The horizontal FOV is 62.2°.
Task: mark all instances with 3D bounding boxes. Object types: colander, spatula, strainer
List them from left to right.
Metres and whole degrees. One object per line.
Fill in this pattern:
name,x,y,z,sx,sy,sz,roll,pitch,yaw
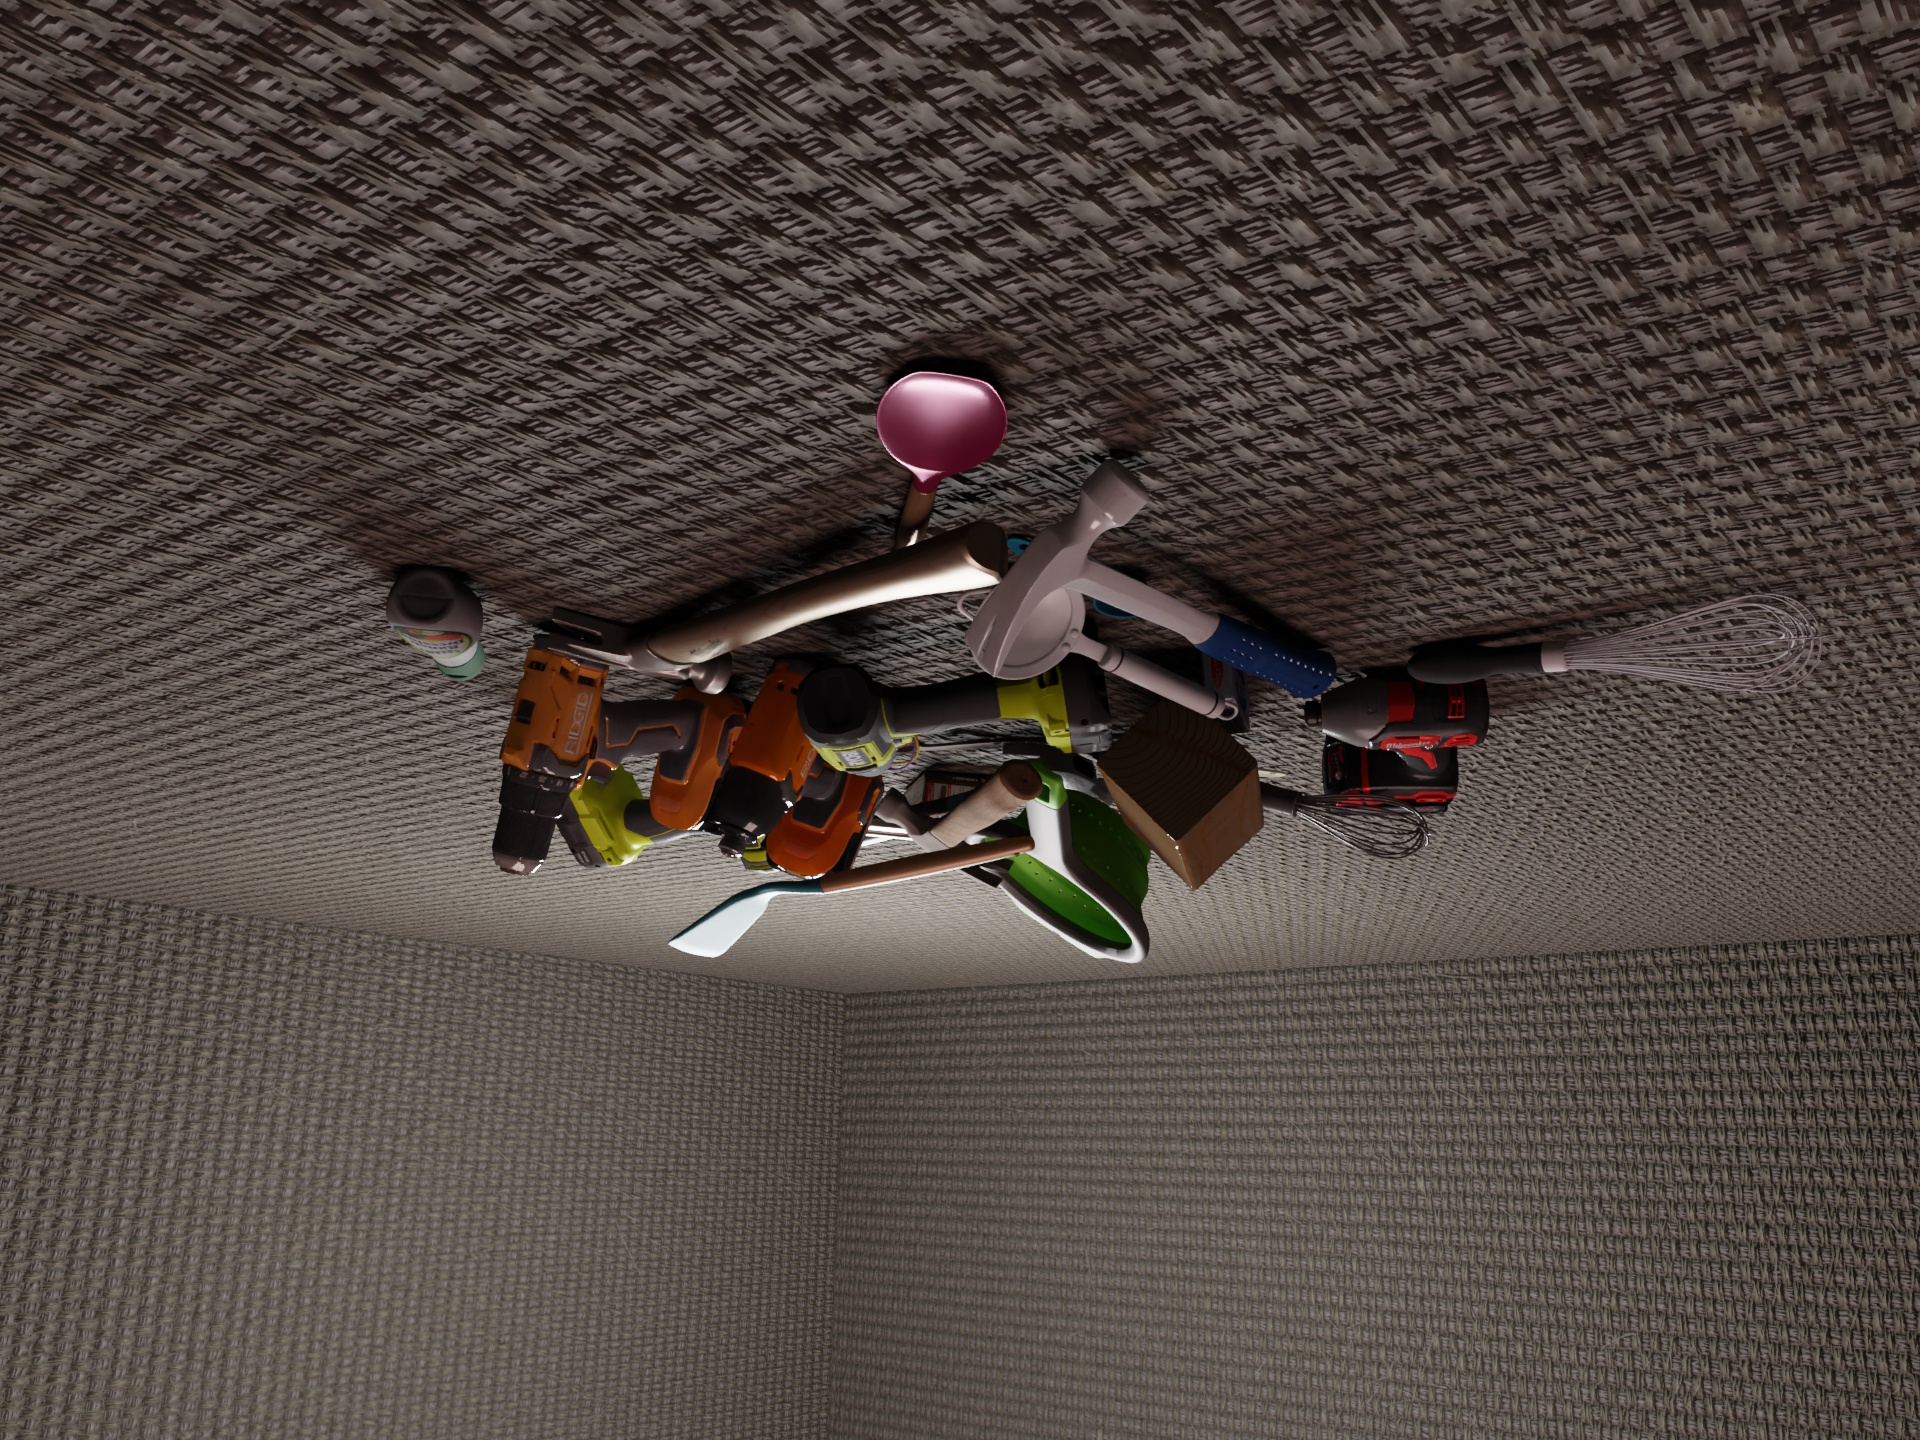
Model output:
spatula,-0.087,0.142,1.310,0.317,0.044,0.082,-14,159,18
colander,0.104,0.097,1.424,0.205,0.094,0.396,31,162,18
strainer,0.098,-0.047,1.122,0.258,0.087,0.050,23,-160,-28

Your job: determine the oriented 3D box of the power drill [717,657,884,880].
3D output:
power drill,-0.140,0.064,1.338,0.084,0.164,0.226,17,161,16

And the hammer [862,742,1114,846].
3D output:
hammer,-0.018,0.092,1.610,0.331,0.033,0.128,-18,146,26

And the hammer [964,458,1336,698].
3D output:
hammer,0.153,-0.061,1.065,0.144,0.035,0.405,-46,149,19

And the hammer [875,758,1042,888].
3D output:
hammer,0.012,0.080,1.338,0.130,0.031,0.331,37,163,-3

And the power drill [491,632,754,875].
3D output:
power drill,-0.272,0.041,1.280,0.084,0.185,0.226,12,177,37

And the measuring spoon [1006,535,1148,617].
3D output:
measuring spoon,0.079,-0.102,1.051,0.128,0.021,0.042,25,150,-36

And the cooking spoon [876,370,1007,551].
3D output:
cooking spoon,-0.024,-0.131,0.937,0.068,0.017,0.318,8,164,-6

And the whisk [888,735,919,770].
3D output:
whisk,-0.107,0.025,1.493,0.047,0.051,0.245,34,155,-25

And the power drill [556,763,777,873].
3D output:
power drill,-0.272,0.064,1.480,0.223,0.080,0.171,-5,122,26

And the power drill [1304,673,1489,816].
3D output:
power drill,0.363,0.018,1.351,0.143,0.079,0.219,-2,162,11

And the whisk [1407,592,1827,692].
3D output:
whisk,0.460,-0.049,1.140,0.285,0.070,0.070,-4,165,34

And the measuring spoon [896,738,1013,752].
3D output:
measuring spoon,-0.011,0.018,1.502,0.124,0.018,0.034,-2,166,-13

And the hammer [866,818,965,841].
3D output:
hammer,0.002,0.110,1.575,0.359,0.037,0.149,7,150,-15

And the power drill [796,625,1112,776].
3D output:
power drill,-0.002,-0.004,1.226,0.228,0.080,0.190,-8,166,4

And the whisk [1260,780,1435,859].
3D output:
whisk,0.292,0.072,1.379,0.239,0.055,0.055,14,172,29

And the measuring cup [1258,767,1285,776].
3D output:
measuring cup,0.240,0.026,1.461,0.167,0.038,0.083,10,163,-36

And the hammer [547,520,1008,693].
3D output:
hammer,-0.124,-0.077,1.063,0.146,0.038,0.411,15,163,-38
